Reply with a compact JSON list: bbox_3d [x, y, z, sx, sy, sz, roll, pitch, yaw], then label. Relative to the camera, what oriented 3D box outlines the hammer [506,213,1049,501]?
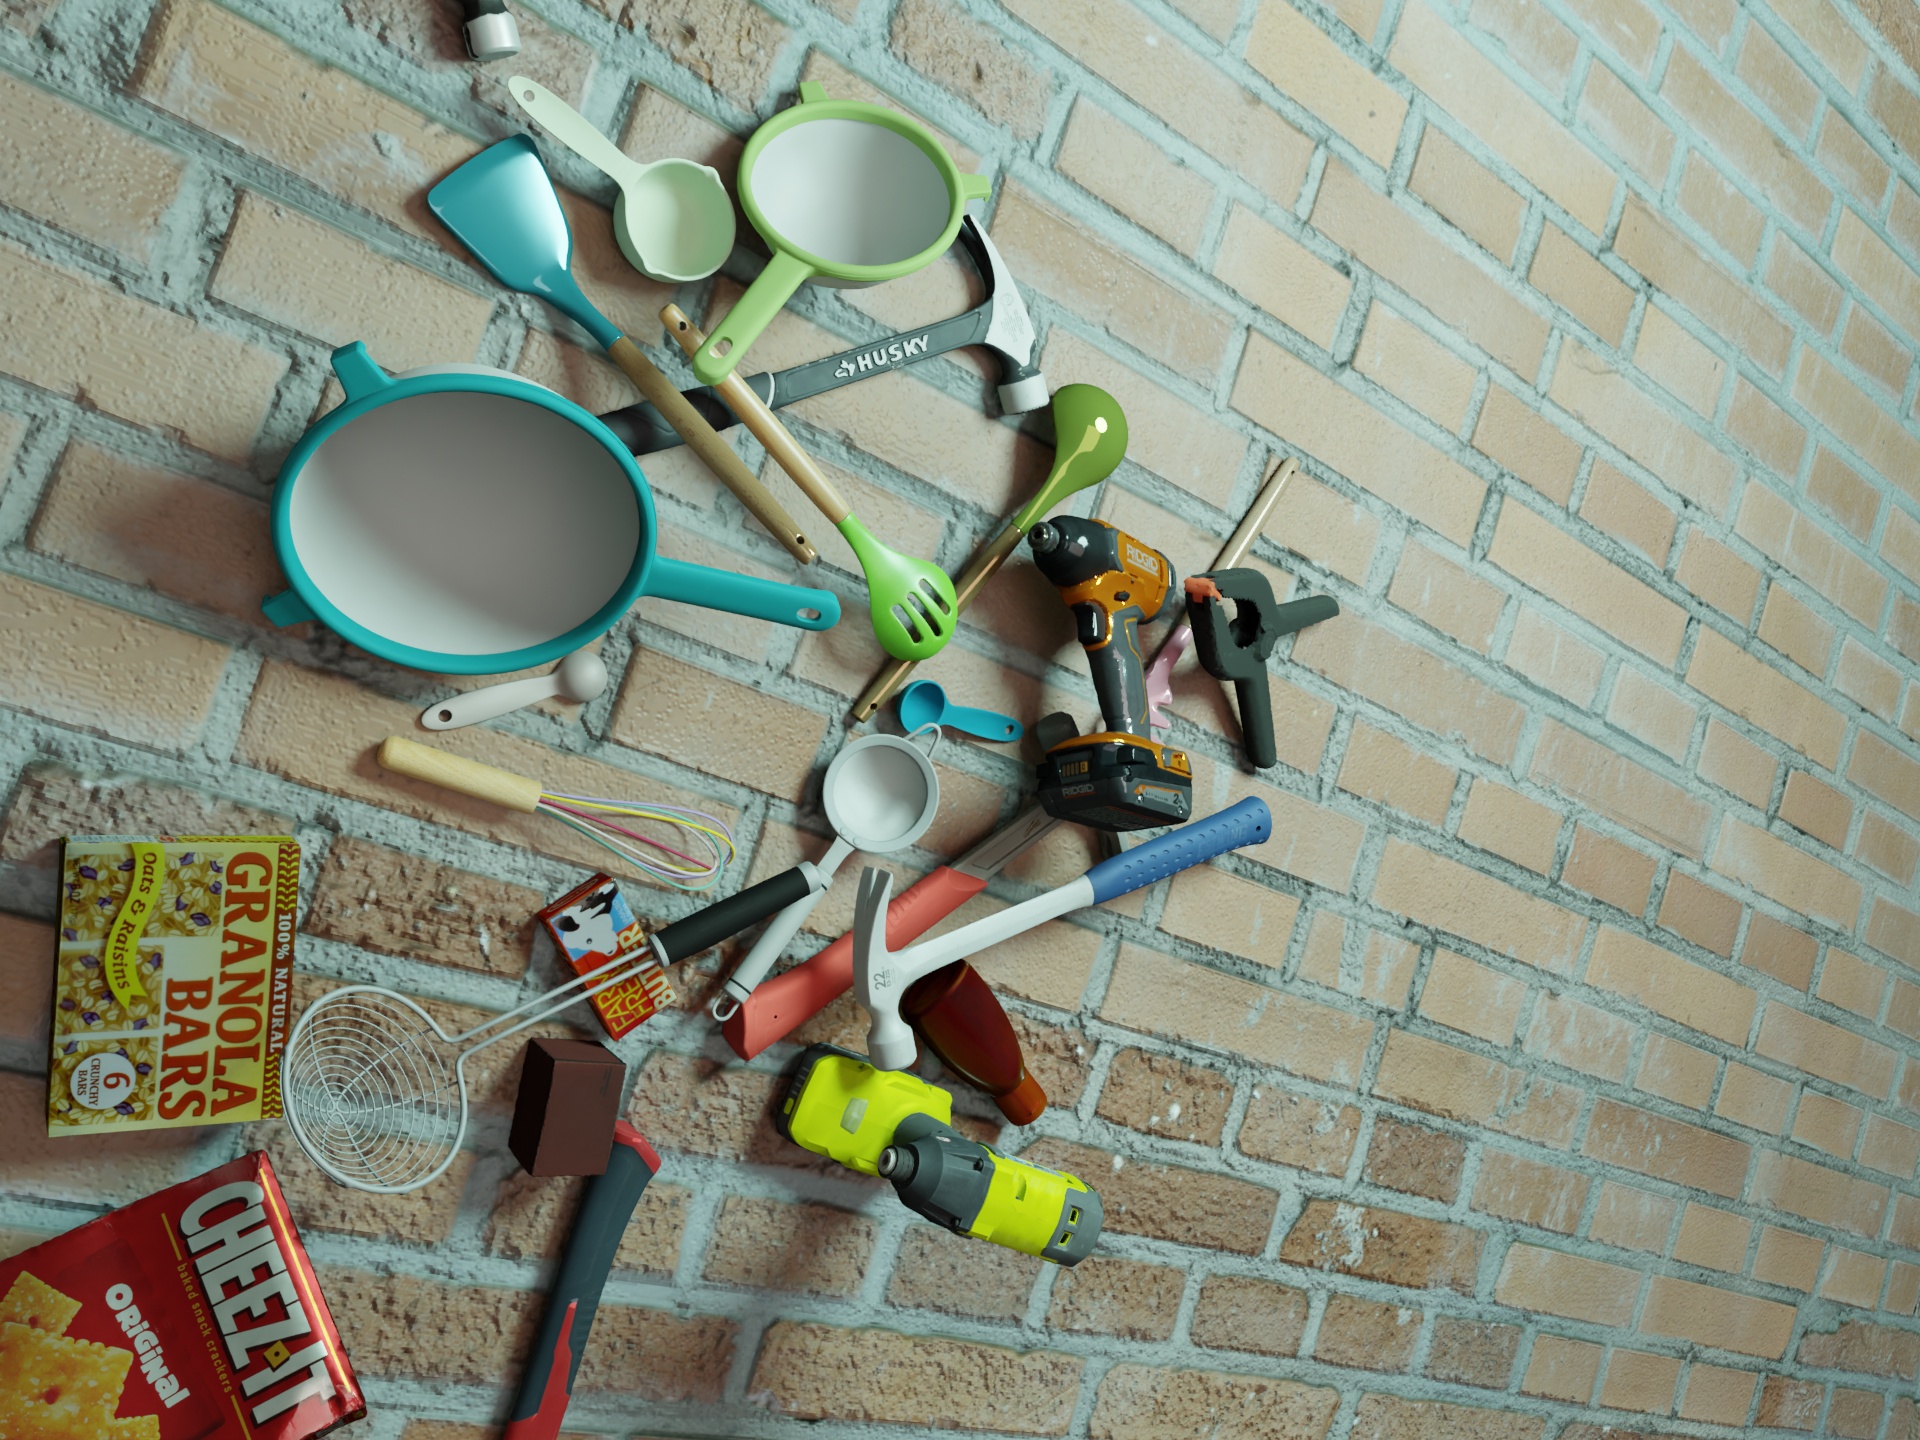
[{"bbox_3d":[-0.119,-0.235,1.092,0.409,0.036,0.149,-24,107,-28],"label":"hammer"}]

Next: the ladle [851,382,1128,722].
[{"bbox_3d":[0.019,-0.126,1.197,0.320,0.062,0.078,-50,128,-10],"label":"ladle"}]

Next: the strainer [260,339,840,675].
[{"bbox_3d":[-0.234,-0.122,0.967,0.340,0.095,0.211,11,129,-29],"label":"strainer"}]

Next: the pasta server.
[{"bbox_3d":[0.207,-0.095,1.317,0.316,0.040,0.060,-56,139,-16],"label":"pasta server"}]

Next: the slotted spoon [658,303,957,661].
[{"bbox_3d":[-0.098,-0.156,1.081,0.070,0.031,0.313,-47,118,-11],"label":"slotted spoon"}]

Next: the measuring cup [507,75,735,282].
[{"bbox_3d":[-0.220,-0.346,1.012,0.167,0.038,0.083,35,77,-29],"label":"measuring cup"}]

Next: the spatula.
[{"bbox_3d":[-0.199,-0.222,1.004,0.317,0.044,0.082,47,65,-5],"label":"spatula"}]

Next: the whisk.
[{"bbox_3d":[-0.259,0.061,1.037,0.244,0.047,0.051,22,73,-28],"label":"whisk"}]

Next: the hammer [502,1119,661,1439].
[{"bbox_3d":[-0.295,0.457,1.063,0.143,0.038,0.386,19,85,-31],"label":"hammer"}]

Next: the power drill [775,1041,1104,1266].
[{"bbox_3d":[-0.028,0.298,1.103,0.171,0.223,0.080,28,80,-32],"label":"power drill"}]

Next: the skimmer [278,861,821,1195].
[{"bbox_3d":[-0.239,0.169,1.000,0.363,0.090,0.127,-25,85,-25],"label":"skimmer"}]

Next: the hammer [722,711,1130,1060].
[{"bbox_3d":[-0.022,0.145,1.200,0.359,0.037,0.149,-34,115,-25],"label":"hammer"}]

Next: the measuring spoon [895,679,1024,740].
[{"bbox_3d":[-0.002,-0.004,1.210,0.128,0.021,0.042,15,97,-42],"label":"measuring spoon"}]

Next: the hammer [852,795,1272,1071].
[{"bbox_3d":[0.089,0.129,1.224,0.405,0.035,0.144,-18,106,-34],"label":"hammer"}]

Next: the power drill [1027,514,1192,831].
[{"bbox_3d":[0.104,-0.040,1.182,0.164,0.084,0.227,18,65,-53],"label":"power drill"}]

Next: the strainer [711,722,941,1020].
[{"bbox_3d":[-0.098,0.105,1.136,0.086,0.050,0.258,40,73,-12],"label":"strainer"}]

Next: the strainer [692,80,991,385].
[{"bbox_3d":[-0.101,-0.298,1.048,0.151,0.069,0.256,30,65,3],"label":"strainer"}]

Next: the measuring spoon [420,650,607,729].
[{"bbox_3d":[-0.284,-0.015,1.022,0.124,0.018,0.034,-19,106,-29],"label":"measuring spoon"}]

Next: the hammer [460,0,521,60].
[{"bbox_3d":[-0.173,-0.517,1.021,0.334,0.035,0.146,-20,107,-30],"label":"hammer"}]
